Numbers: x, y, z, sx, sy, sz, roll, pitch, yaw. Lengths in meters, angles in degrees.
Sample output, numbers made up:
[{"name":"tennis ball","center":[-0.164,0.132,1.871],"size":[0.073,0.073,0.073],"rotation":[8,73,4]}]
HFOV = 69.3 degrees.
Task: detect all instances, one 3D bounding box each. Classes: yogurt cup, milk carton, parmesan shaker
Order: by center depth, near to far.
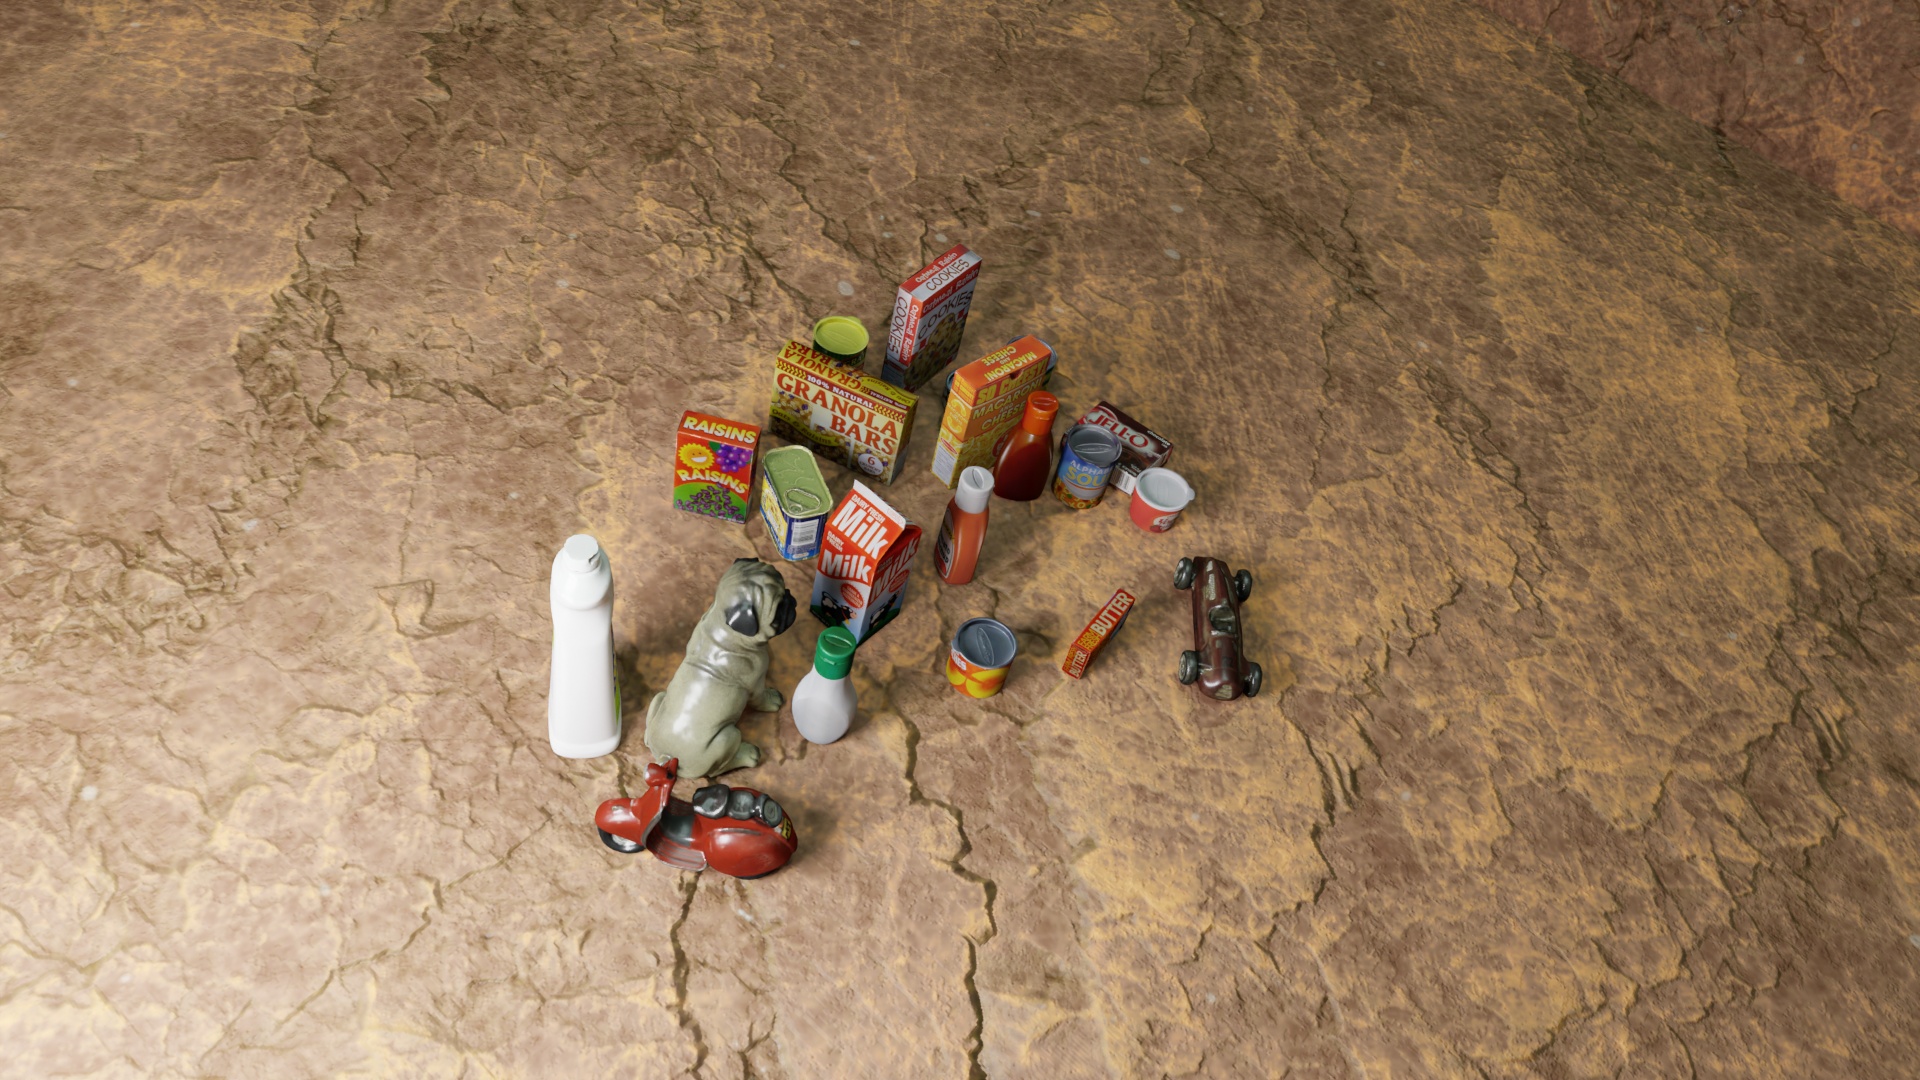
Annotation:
[{"name":"milk carton","center":[-0.096,0.019,1.430],"size":[0.072,0.189,0.074],"rotation":[38,52,18]},{"name":"yogurt cup","center":[0.236,-0.046,1.661],"size":[0.072,0.053,0.073],"rotation":[7,49,-8]},{"name":"parmesan shaker","center":[-0.149,-0.212,1.674],"size":[0.071,0.102,0.072],"rotation":[7,49,-8]}]

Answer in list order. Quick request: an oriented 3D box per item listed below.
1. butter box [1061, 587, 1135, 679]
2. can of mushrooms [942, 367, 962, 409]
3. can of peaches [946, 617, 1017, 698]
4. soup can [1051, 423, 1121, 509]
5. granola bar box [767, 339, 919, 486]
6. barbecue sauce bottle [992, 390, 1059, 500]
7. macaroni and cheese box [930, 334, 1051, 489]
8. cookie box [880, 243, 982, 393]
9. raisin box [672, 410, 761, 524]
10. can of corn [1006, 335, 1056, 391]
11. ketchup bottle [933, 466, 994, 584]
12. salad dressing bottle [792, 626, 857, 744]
[{"name":"butter box","center":[0.151,0.102,1.513],"size":[0.024,0.052,0.104],"rotation":[34,50,15]},{"name":"can of mushrooms","center":[0.012,-0.181,1.734],"size":[0.071,0.033,0.071],"rotation":[7,49,-8]},{"name":"can of peaches","center":[0.019,0.124,1.458],"size":[0.071,0.057,0.071],"rotation":[7,49,-8]},{"name":"soup can","center":[0.150,-0.085,1.654],"size":[0.071,0.083,0.072],"rotation":[7,49,-8]},{"name":"granola bar box","center":[-0.138,-0.146,1.606],"size":[0.166,0.123,0.039],"rotation":[24,49,7]},{"name":"barbecue sauce bottle","center":[0.080,-0.109,1.613],"size":[0.065,0.147,0.044],"rotation":[3,50,-12]},{"name":"macaroni and cheese box","center":[0.036,-0.149,1.624],"size":[0.124,0.165,0.040],"rotation":[-30,63,-33]},{"name":"cookie box","center":[-0.039,-0.267,1.707],"size":[0.040,0.166,0.123],"rotation":[34,51,15]},{"name":"raisin box","center":[-0.266,-0.079,1.517],"size":[0.086,0.122,0.040],"rotation":[14,48,-2]},{"name":"can of corn","center":[0.083,-0.216,1.766],"size":[0.071,0.058,0.071],"rotation":[7,49,-8]},{"name":"ketchup bottle","center":[0.005,-0.019,1.517],"size":[0.043,0.148,0.065],"rotation":[-5,52,-18]},{"name":"salad dressing bottle","center":[-0.127,0.141,1.346],"size":[0.064,0.146,0.044],"rotation":[20,48,4]}]
